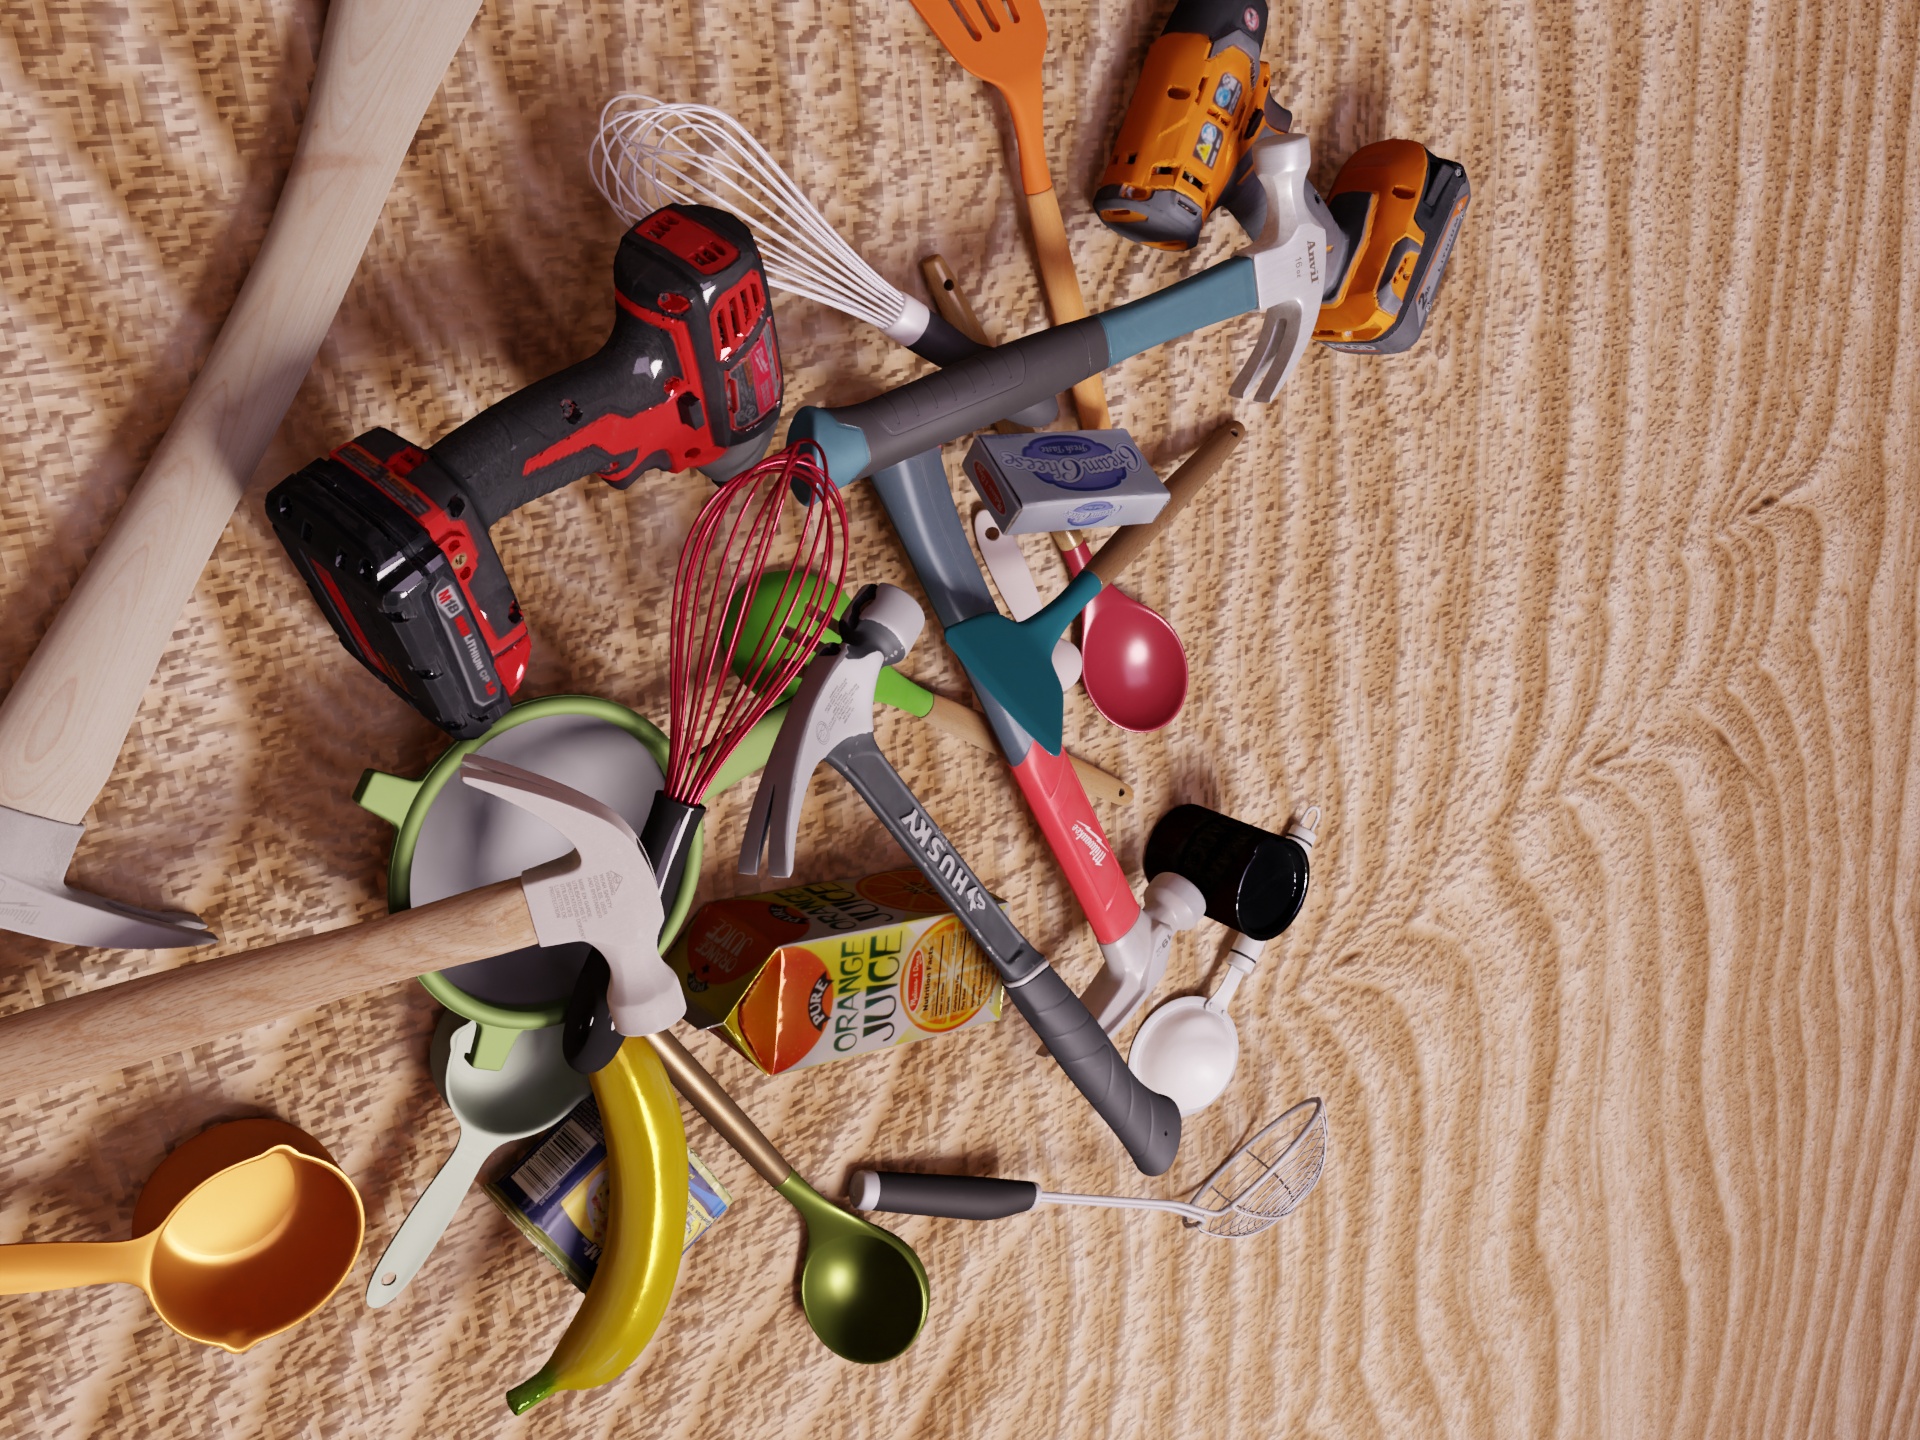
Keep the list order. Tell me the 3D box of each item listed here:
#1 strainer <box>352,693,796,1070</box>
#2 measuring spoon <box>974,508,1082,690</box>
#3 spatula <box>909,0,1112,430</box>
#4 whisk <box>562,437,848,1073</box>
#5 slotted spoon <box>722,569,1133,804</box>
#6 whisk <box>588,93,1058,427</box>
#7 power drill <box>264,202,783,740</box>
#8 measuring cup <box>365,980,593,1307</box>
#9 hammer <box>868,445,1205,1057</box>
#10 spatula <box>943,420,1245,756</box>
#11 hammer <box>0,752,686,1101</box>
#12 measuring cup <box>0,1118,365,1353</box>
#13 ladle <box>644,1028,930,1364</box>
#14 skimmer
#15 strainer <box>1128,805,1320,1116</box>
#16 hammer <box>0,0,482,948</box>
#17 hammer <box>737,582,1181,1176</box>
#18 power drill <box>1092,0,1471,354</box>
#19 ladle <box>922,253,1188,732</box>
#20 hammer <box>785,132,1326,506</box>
[{"bbox_3d":[-0.159,0.034,0.748,0.256,0.069,0.151,-32,121,-34],"label":"strainer"},{"bbox_3d":[0.036,-0.064,0.893,0.034,0.018,0.124,-22,119,8],"label":"measuring spoon"},{"bbox_3d":[0.042,-0.259,0.844,0.081,0.041,0.322,-36,127,-24],"label":"spatula"},{"bbox_3d":[-0.116,0.017,0.696,0.073,0.073,0.296,18,93,-40],"label":"whisk"},{"bbox_3d":[-0.001,-0.003,0.885,0.313,0.031,0.070,25,83,-42],"label":"slotted spoon"},{"bbox_3d":[-0.051,-0.207,0.756,0.284,0.070,0.070,23,89,-40],"label":"whisk"},{"bbox_3d":[-0.161,-0.103,0.664,0.220,0.079,0.143,-45,157,-24],"label":"power drill"},{"bbox_3d":[-0.237,0.195,0.752,0.083,0.038,0.167,36,83,-39],"label":"measuring cup"},{"bbox_3d":[0.026,0.015,0.870,0.143,0.038,0.386,-46,124,-30],"label":"hammer"},{"bbox_3d":[0.091,-0.092,0.869,0.082,0.044,0.317,47,51,-5],"label":"spatula"},{"bbox_3d":[-0.283,0.104,0.620,0.331,0.031,0.130,-15,108,-13],"label":"hammer"},{"bbox_3d":[-0.343,0.213,0.664,0.173,0.052,0.095,9,98,-38],"label":"measuring cup"},{"bbox_3d":[-0.112,0.239,0.853,0.078,0.062,0.319,-22,122,18],"label":"ladle"},{"bbox_3d":[0.090,0.282,1.029,0.363,0.090,0.127,12,139,-29],"label":"skimmer"},{"bbox_3d":[0.187,0.171,1.081,0.086,0.050,0.258,33,79,-25],"label":"strainer"},{"bbox_3d":[-0.281,-0.109,0.624,0.146,0.038,0.410,28,85,-42],"label":"hammer"},{"bbox_3d":[0.024,0.123,0.823,0.408,0.036,0.149,55,50,-36],"label":"hammer"},{"bbox_3d":[0.189,-0.319,0.905,0.226,0.084,0.164,18,92,-36],"label":"power drill"},{"bbox_3d":[0.052,-0.119,0.891,0.069,0.031,0.315,-39,123,-15],"label":"ladle"},{"bbox_3d":[0.057,-0.185,0.793,0.331,0.033,0.128,-27,120,-24],"label":"hammer"}]
